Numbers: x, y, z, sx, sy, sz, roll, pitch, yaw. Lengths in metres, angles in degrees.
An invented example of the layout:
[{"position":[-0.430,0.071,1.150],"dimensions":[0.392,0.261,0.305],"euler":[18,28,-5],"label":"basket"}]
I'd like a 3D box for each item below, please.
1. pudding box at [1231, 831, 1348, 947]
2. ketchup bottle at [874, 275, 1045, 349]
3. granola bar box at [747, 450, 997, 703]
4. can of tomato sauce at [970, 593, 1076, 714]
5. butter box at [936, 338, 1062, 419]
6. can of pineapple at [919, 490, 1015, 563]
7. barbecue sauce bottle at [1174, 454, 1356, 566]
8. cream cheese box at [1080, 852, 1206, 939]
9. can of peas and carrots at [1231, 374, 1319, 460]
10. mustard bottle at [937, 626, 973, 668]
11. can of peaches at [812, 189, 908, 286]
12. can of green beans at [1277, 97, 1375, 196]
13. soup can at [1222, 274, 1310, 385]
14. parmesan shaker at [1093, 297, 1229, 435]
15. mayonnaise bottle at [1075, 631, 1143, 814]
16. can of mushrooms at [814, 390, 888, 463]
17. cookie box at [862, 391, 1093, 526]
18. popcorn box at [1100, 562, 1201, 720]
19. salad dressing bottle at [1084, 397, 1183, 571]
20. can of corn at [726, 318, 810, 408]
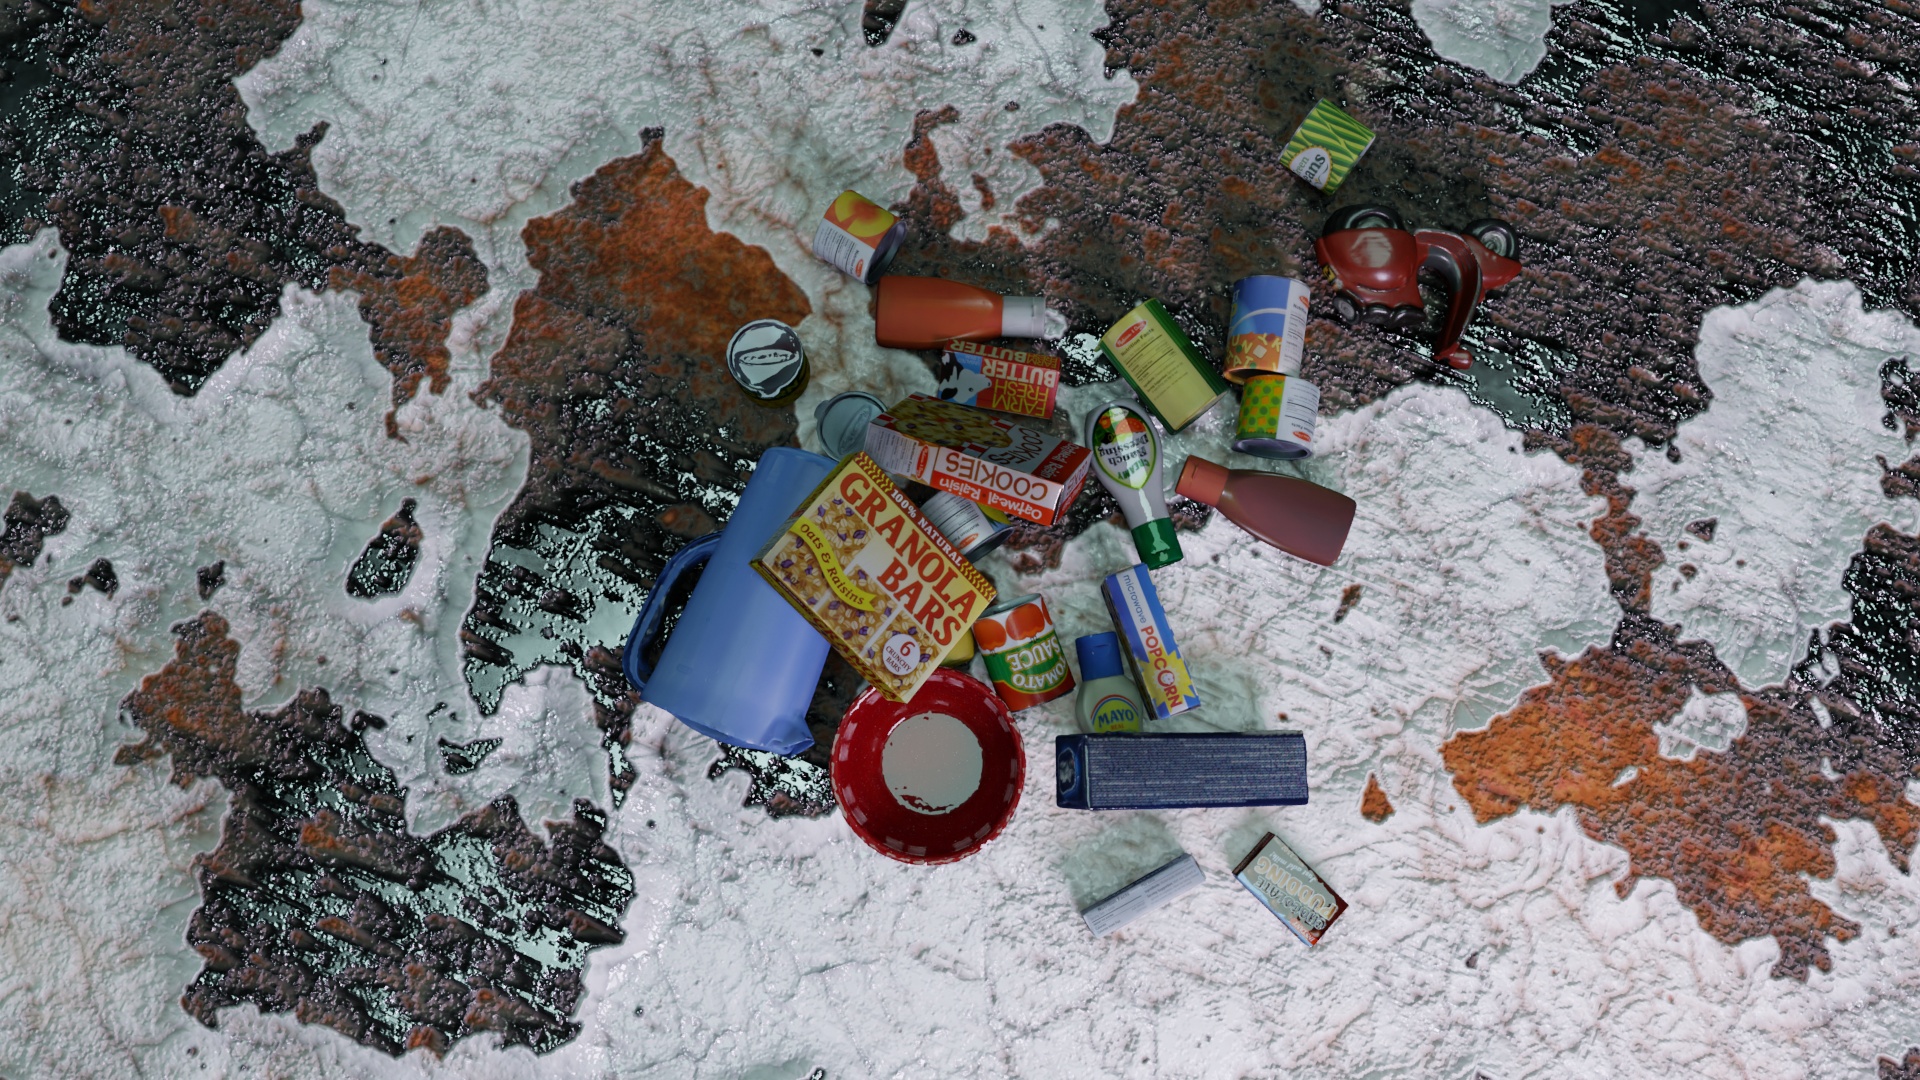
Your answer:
[{"position":[0.272,0.288,1.149],"dimensions":[0.084,0.030,0.050],"euler":[44,85,7],"label":"pudding box"},{"position":[0.000,-0.200,1.228],"dimensions":[0.149,0.043,0.065],"euler":[3,81,1],"label":"ketchup bottle"},{"position":[-0.068,0.029,1.108],"dimensions":[0.165,0.039,0.124],"euler":[47,68,-17],"label":"granola bar box"},{"position":[0.052,0.093,1.157],"dimensions":[0.071,0.071,0.083],"euler":[-21,93,-2],"label":"can of tomato sauce"},{"position":[0.034,-0.141,1.213],"dimensions":[0.103,0.052,0.024],"euler":[10,38,3],"label":"butter box"},{"position":[0.004,-0.015,1.187],"dimensions":[0.071,0.071,0.058],"euler":[-33,80,-4],"label":"can of pineapple"},{"position":[0.260,-0.032,1.196],"dimensions":[0.148,0.043,0.065],"euler":[21,82,5],"label":"barbecue sauce bottle"},{"position":[0.150,0.291,1.139],"dimensions":[0.104,0.053,0.024],"euler":[-28,80,-4],"label":"cream cheese box"},{"position":[0.271,-0.105,1.198],"dimensions":[0.071,0.071,0.059],"euler":[10,81,3],"label":"can of peas and carrots"},{"position":[-0.041,0.035,1.186],"dimensions":[0.065,0.048,0.160],"euler":[-22,81,-8],"label":"mustard bottle"},{"position":[-0.088,-0.270,1.231],"dimensions":[0.058,0.071,0.071],"euler":[32,83,6],"label":"can of peaches"},{"position":[0.326,-0.349,1.235],"dimensions":[0.058,0.071,0.071],"euler":[38,84,6],"label":"can of green beans"},{"position":[0.264,-0.181,1.210],"dimensions":[0.071,0.071,0.084],"euler":[9,82,3],"label":"soup can"},{"position":[0.174,-0.148,1.206],"dimensions":[0.071,0.071,0.103],"euler":[-37,83,-5],"label":"parmesan shaker"},{"position":[0.127,0.152,1.168],"dimensions":[0.065,0.041,0.148],"euler":[-9,81,-8],"label":"mayonnaise bottle"},{"position":[-0.093,-0.097,1.217],"dimensions":[0.071,0.033,0.071],"euler":[0,81,1],"label":"can of mushrooms"},{"position":[0.017,-0.070,1.157],"dimensions":[0.167,0.123,0.040],"euler":[19,112,10],"label":"cookie box"},{"position":[0.156,0.086,1.156],"dimensions":[0.038,0.085,0.127],"euler":[-20,81,-1],"label":"popcorn box"},{"position":[0.152,-0.048,1.199],"dimensions":[0.064,0.044,0.148],"euler":[-19,81,4],"label":"salad dressing bottle"},{"position":[-0.167,-0.151,1.215],"dimensions":[0.071,0.058,0.071],"euler":[0,81,1],"label":"can of corn"}]
